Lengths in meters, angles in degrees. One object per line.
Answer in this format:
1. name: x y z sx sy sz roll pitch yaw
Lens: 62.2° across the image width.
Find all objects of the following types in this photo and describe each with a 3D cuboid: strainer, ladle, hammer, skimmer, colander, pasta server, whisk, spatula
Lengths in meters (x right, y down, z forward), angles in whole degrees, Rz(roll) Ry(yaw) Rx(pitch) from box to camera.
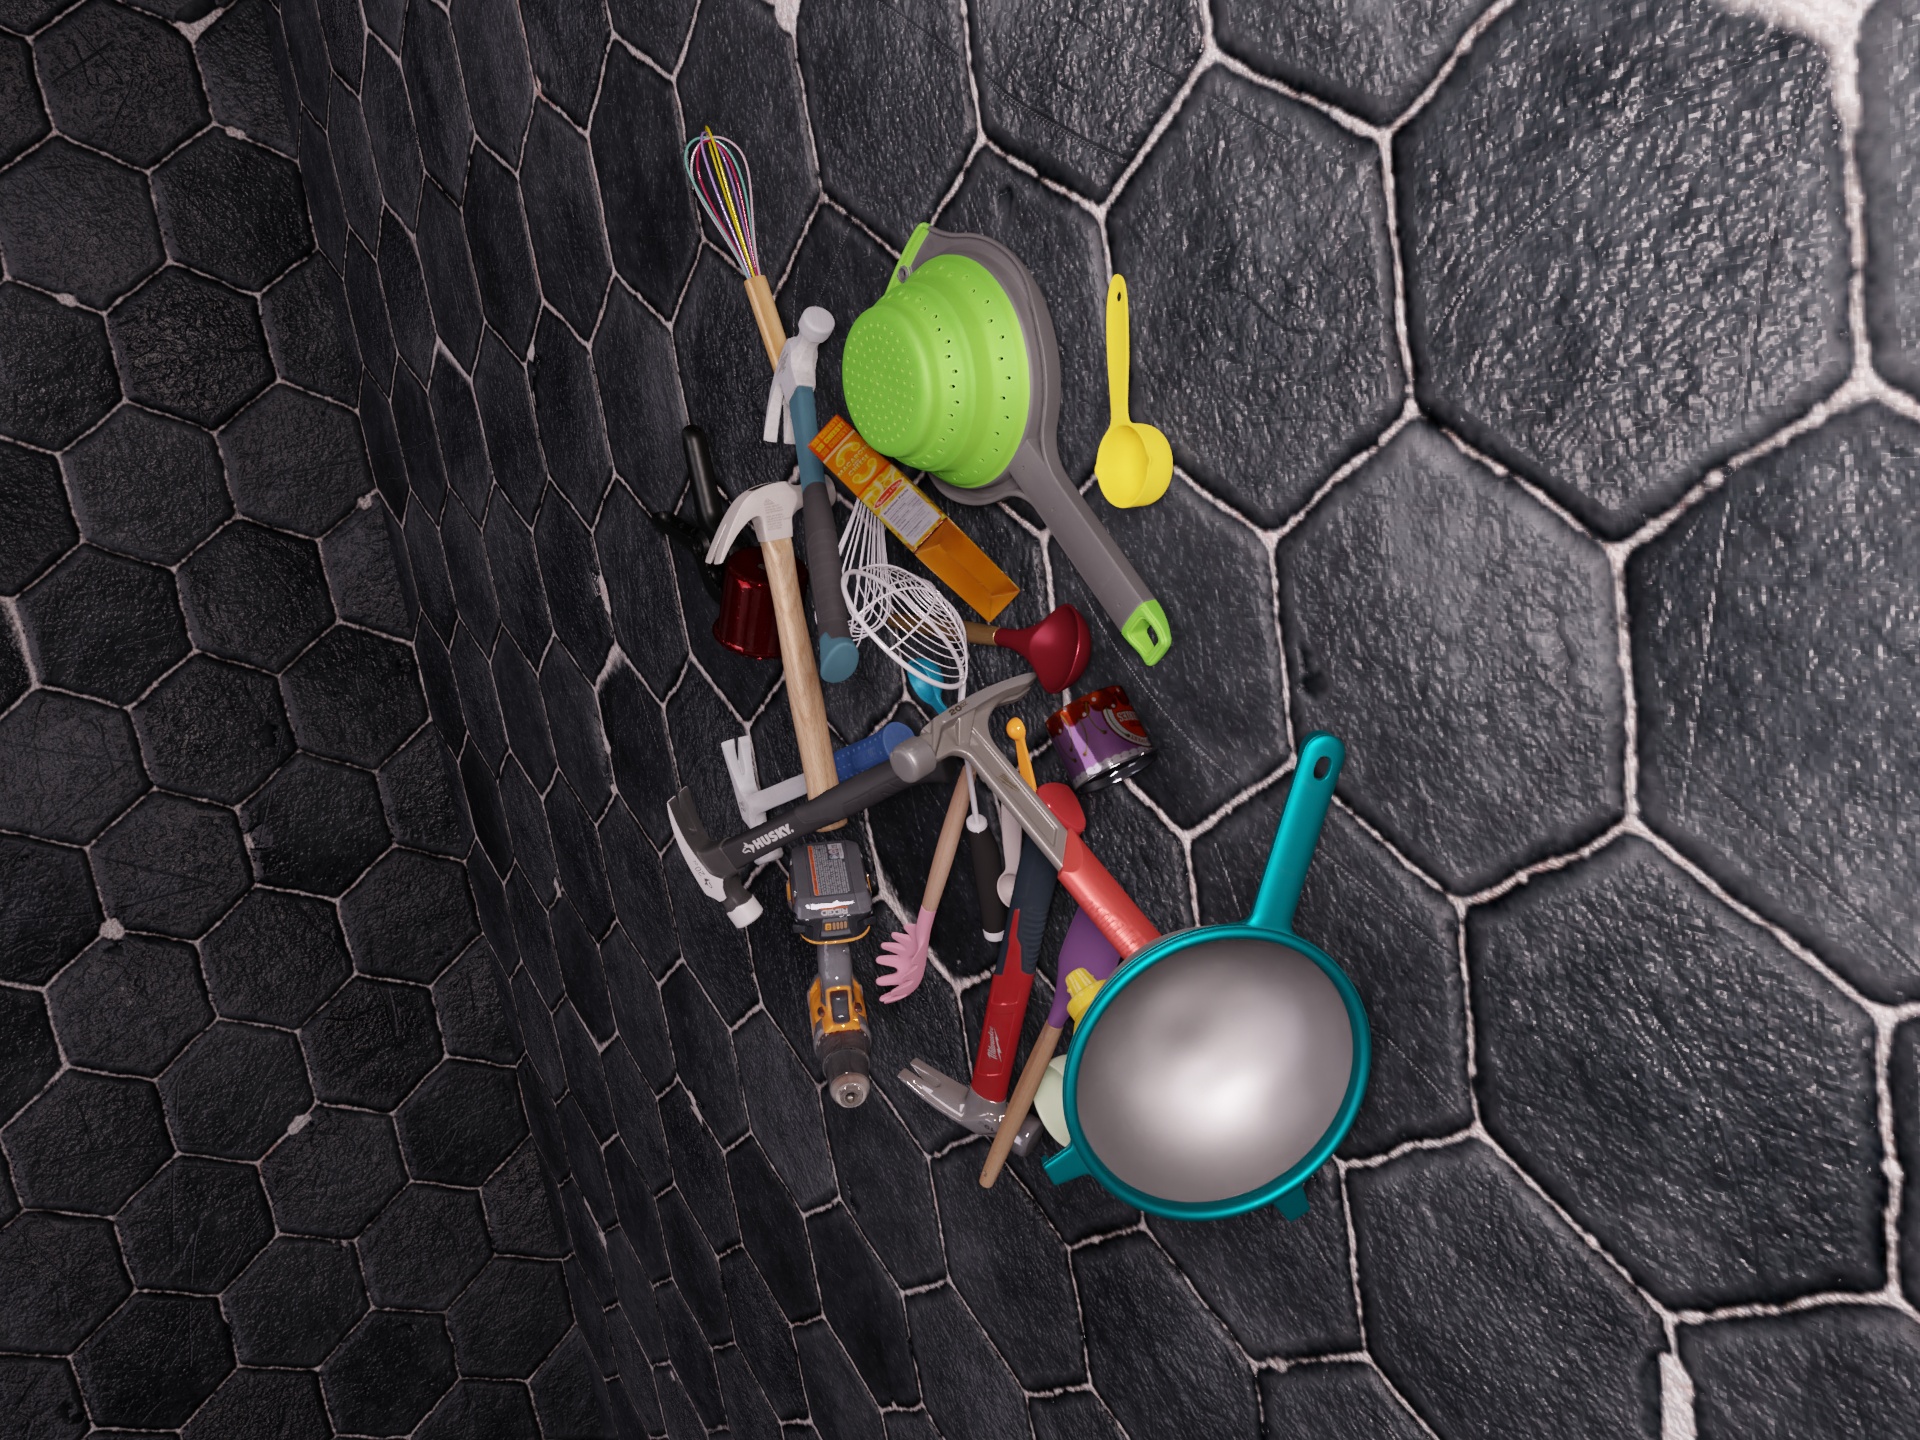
1. strainer: 0.178 0.161 1.061 0.095 0.211 0.340 -131 56 -72
2. ladle: 0.018 -0.069 1.303 0.316 0.031 0.069 15 94 58
3. hammer: -0.151 0.054 1.635 0.405 0.035 0.144 -23 85 60
4. skimmer: -0.024 0.038 1.330 0.127 0.090 0.363 -95 -4 -61
5. hammer: -0.153 -0.056 1.486 0.031 0.130 0.331 9 111 57
6. colander: 0.017 -0.194 1.167 0.397 0.094 0.204 58 142 22
7. pasta server: -0.031 0.156 1.487 0.060 0.040 0.316 -105 23 -44
8. hammer: 0.034 0.209 1.371 0.143 0.038 0.386 26 127 22
9. whisk: -0.198 -0.429 1.468 0.047 0.051 0.245 -13 96 54
10. spatula: 0.072 0.274 1.329 0.060 0.018 0.315 44 124 40
11. whisk: -0.079 -0.186 1.384 0.070 0.070 0.284 44 135 40
12. hammer: 0.108 0.124 1.197 0.359 0.149 0.036 50 144 15
13. hammer: -0.125 -0.189 1.382 0.128 0.033 0.331 133 134 -54
14. hammer: -0.135 0.081 1.473 0.335 0.035 0.146 -27 102 34

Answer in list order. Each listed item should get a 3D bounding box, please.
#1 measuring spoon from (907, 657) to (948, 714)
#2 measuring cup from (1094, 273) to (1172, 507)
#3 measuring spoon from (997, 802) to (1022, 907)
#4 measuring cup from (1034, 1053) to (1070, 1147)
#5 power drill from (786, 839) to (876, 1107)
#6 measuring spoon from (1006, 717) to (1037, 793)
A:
1. measuring spoon: -0.002 -0.004 1.387 0.129 0.021 0.042 53 154 15
2. measuring cup: 0.118 -0.222 1.076 0.062 0.029 0.156 0 93 59
3. measuring spoon: 0.048 0.100 1.355 0.034 0.018 0.124 8 106 37
4. measuring cup: 0.120 0.315 1.320 0.167 0.038 0.083 -18 89 58
5. power drill: -0.124 0.258 1.602 0.185 0.084 0.226 -110 16 -62
6. measuring spoon: 0.053 0.055 1.322 0.021 0.011 0.117 6 109 58
